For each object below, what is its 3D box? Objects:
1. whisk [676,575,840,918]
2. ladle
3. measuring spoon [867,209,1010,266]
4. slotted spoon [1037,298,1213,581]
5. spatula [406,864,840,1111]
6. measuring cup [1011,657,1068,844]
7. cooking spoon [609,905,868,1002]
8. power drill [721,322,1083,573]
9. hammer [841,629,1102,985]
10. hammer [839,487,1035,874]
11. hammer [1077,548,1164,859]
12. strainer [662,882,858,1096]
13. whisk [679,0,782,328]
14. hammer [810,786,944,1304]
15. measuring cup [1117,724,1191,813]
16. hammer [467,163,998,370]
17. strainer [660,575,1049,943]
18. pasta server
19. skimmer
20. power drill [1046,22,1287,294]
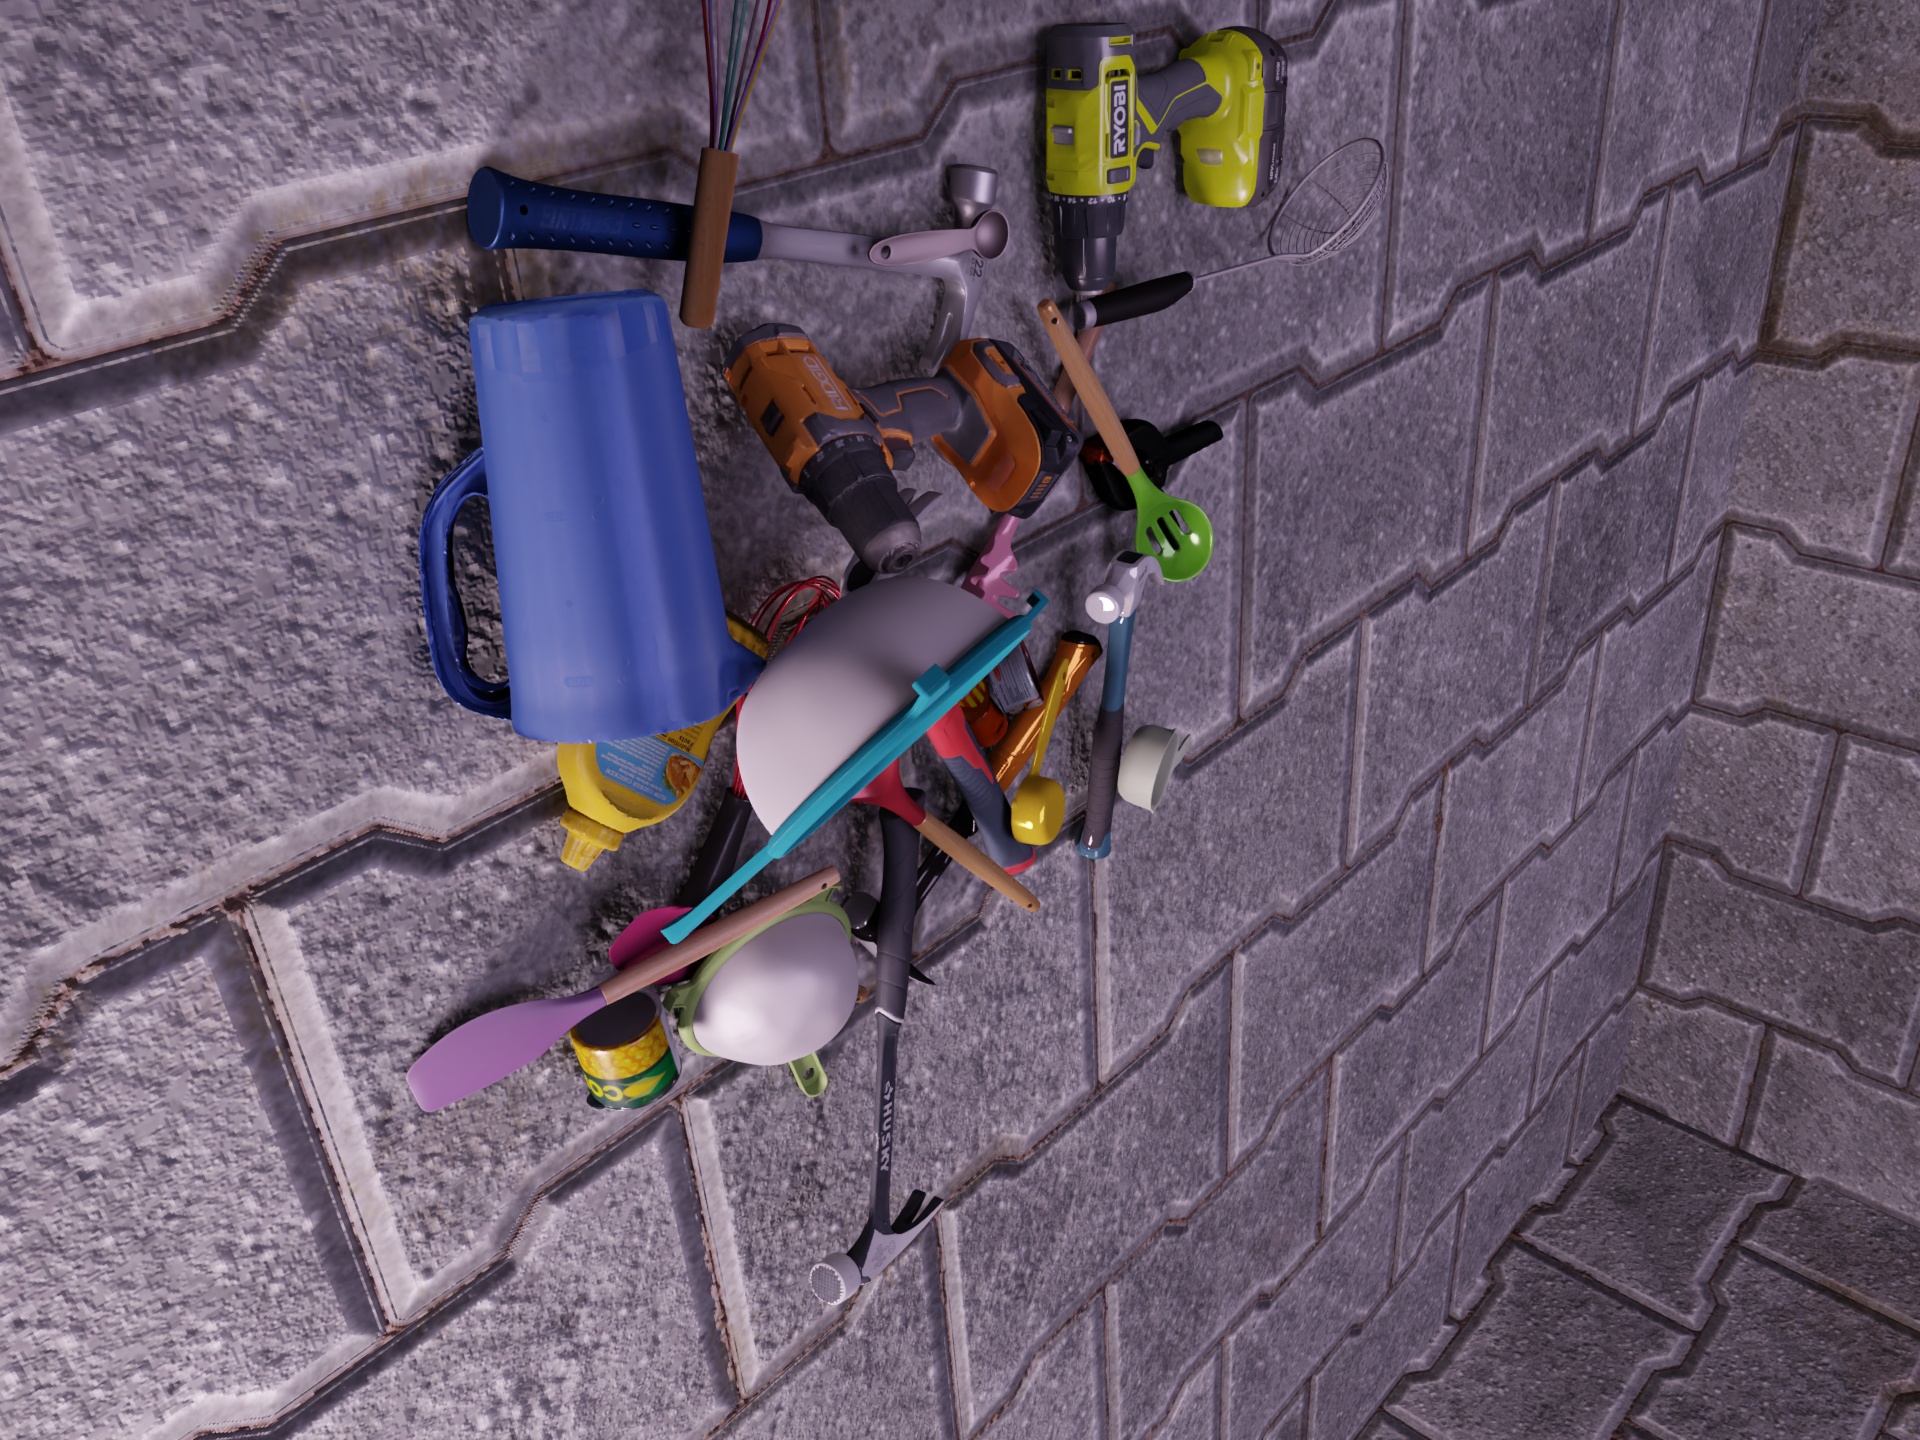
[{"bbox_3d":[-0.148,0.034,1.121,0.073,0.073,0.296,7,108,-51],"label":"whisk"},{"bbox_3d":[-0.017,0.085,1.220,0.069,0.031,0.315,-38,138,10],"label":"ladle"},{"bbox_3d":[-0.017,-0.325,1.080,0.124,0.018,0.034,-21,122,-35],"label":"measuring spoon"},{"bbox_3d":[0.132,-0.225,1.302,0.070,0.031,0.313,-35,134,3],"label":"slotted spoon"},{"bbox_3d":[-0.219,0.172,1.074,0.316,0.018,0.059,-26,131,-23],"label":"spatula"},{"bbox_3d":[0.077,0.026,1.300,0.062,0.029,0.156,23,81,-64],"label":"measuring cup"},{"bbox_3d":[-0.153,0.184,1.191,0.069,0.017,0.318,-48,148,6],"label":"cooking spoon"},{"bbox_3d":[-0.023,-0.176,1.038,0.226,0.185,0.084,-9,147,-43],"label":"power drill"},{"bbox_3d":[0.025,0.065,1.359,0.337,0.034,0.127,-55,140,-16],"label":"hammer"},{"bbox_3d":[-0.002,-0.004,1.210,0.143,0.038,0.385,-63,149,-25],"label":"hammer"},{"bbox_3d":[0.133,-0.004,1.414,0.128,0.033,0.330,-53,153,-47],"label":"hammer"},{"bbox_3d":[-0.120,0.239,1.205,0.151,0.069,0.256,-35,145,-18],"label":"strainer"},{"bbox_3d":[-0.137,-0.348,0.906,0.047,0.051,0.245,1,111,-29],"label":"whisk"},{"bbox_3d":[-0.054,0.254,1.279,0.149,0.036,0.409,-14,112,-56],"label":"hammer"},{"bbox_3d":[0.184,0.031,1.484,0.167,0.038,0.083,-32,137,-68],"label":"measuring cup"},{"bbox_3d":[-0.122,-0.297,1.004,0.405,0.035,0.144,-12,116,-47],"label":"hammer"},{"bbox_3d":[-0.105,0.018,0.991,0.340,0.095,0.211,-41,180,28],"label":"strainer"},{"bbox_3d":[0.066,-0.206,1.271,0.060,0.040,0.316,30,82,-58],"label":"pasta server"},{"bbox_3d":[0.220,-0.405,1.323,0.363,0.127,0.090,-25,100,-32],"label":"skimmer"},{"bbox_3d":[0.153,-0.442,1.233,0.228,0.080,0.190,-25,124,-38],"label":"power drill"}]
